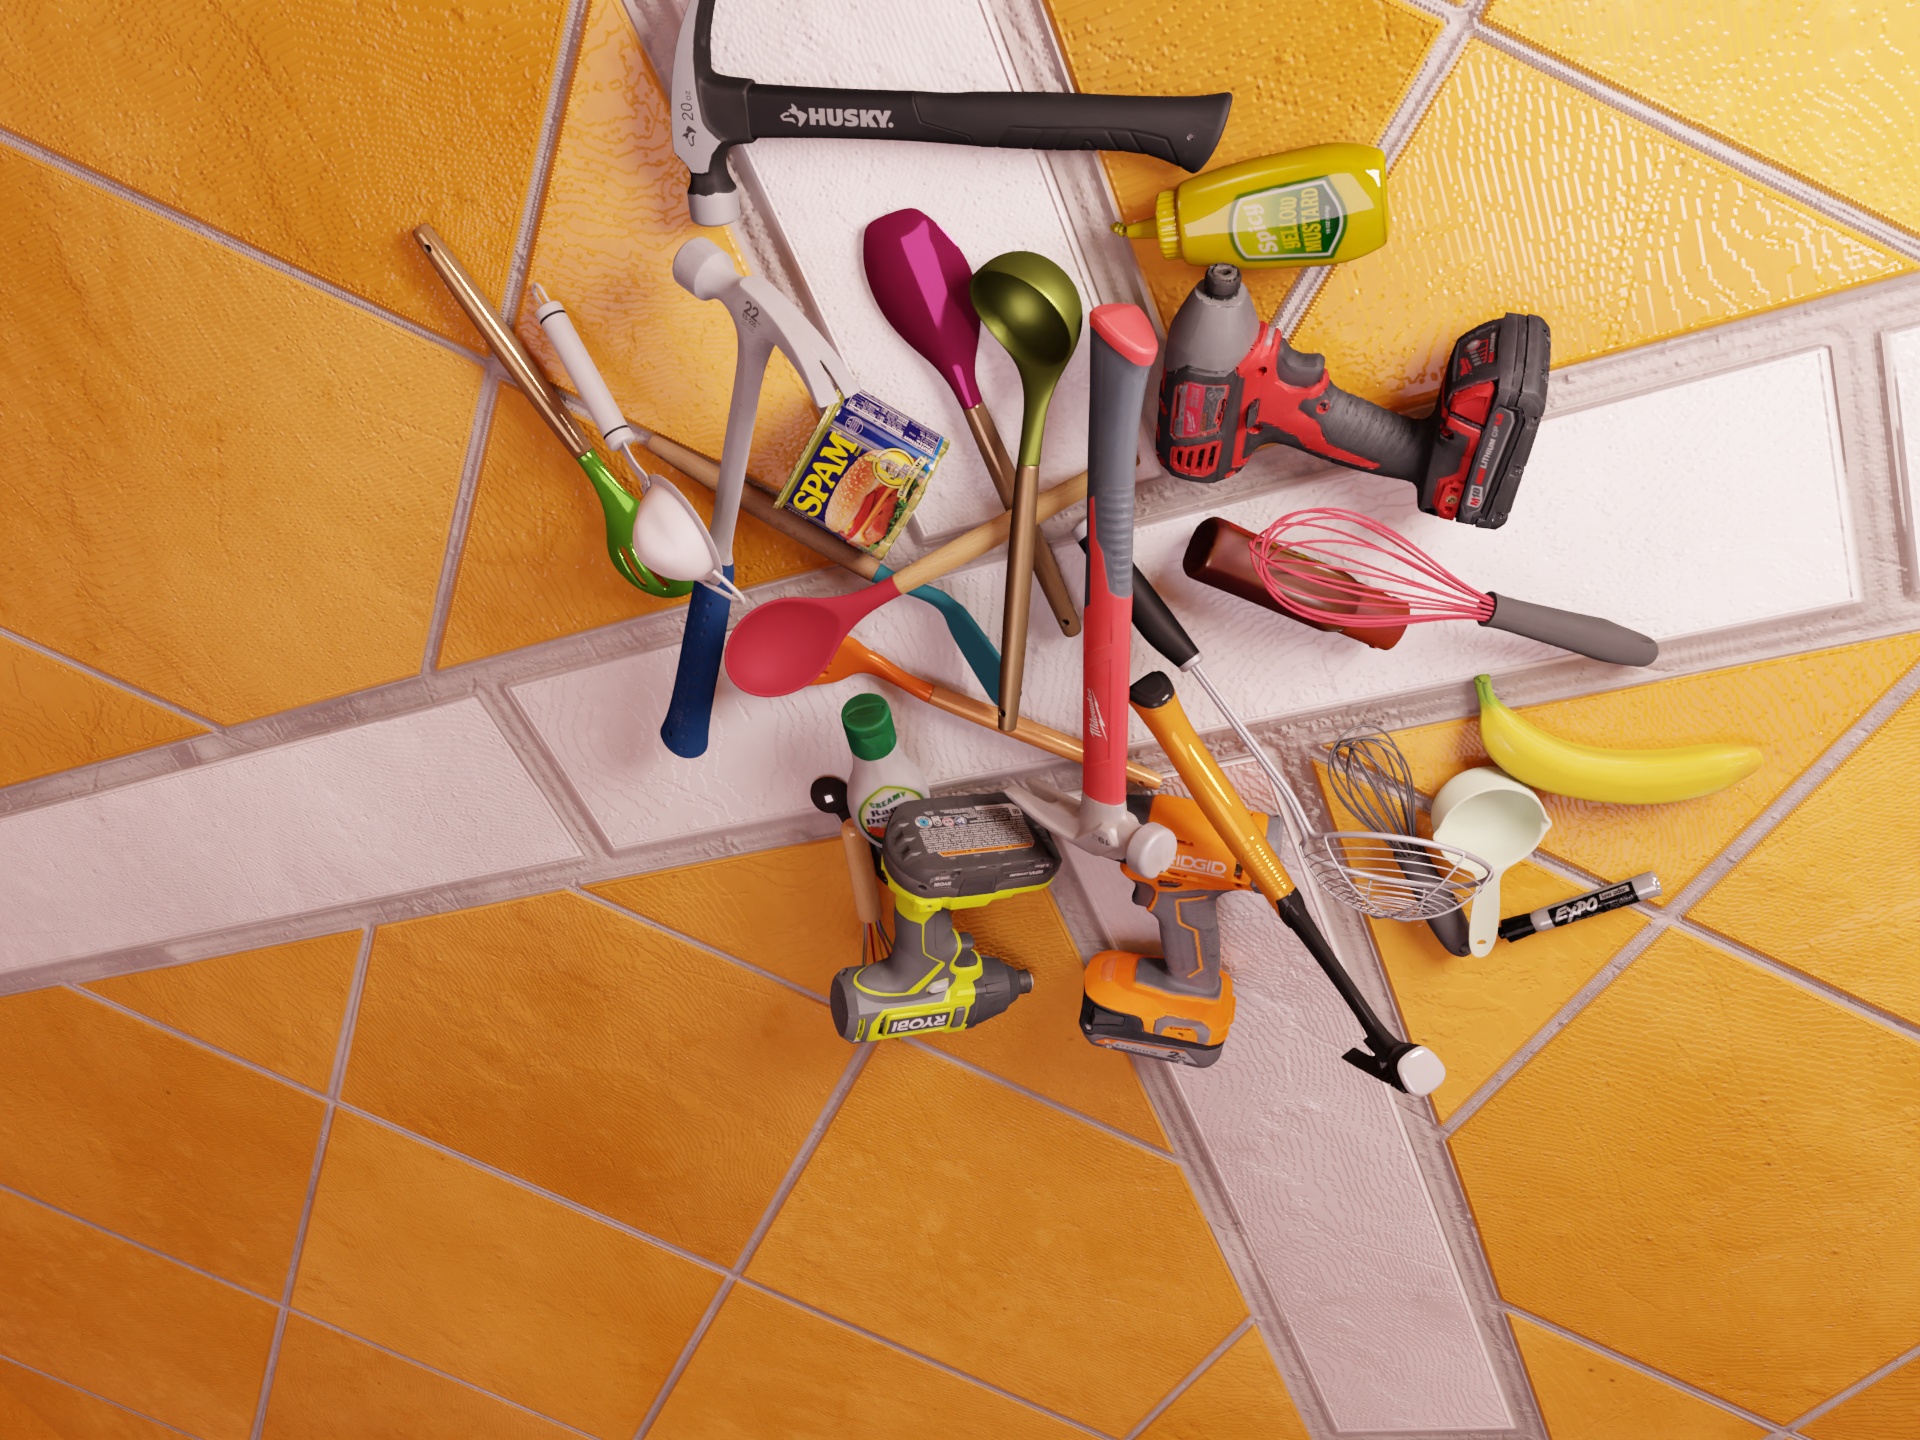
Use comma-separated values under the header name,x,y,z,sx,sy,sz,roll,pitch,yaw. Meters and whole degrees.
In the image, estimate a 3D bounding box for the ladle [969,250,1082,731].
name,x,y,z,sx,sy,sz,roll,pitch,yaw
ladle,0.034,-0.138,1.026,0.078,0.062,0.320,23,119,38

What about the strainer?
name,x,y,z,sx,sy,sz,roll,pitch,yaw
strainer,-0.228,-0.181,1.070,0.258,0.050,0.087,61,156,3

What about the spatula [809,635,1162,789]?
name,x,y,z,sx,sy,sz,roll,pitch,yaw
spatula,-0.002,-0.004,1.189,0.322,0.041,0.081,21,143,-2

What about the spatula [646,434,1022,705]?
name,x,y,z,sx,sy,sz,roll,pitch,yaw
spatula,-0.088,-0.110,1.131,0.317,0.044,0.082,30,168,-4

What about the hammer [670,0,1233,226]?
name,x,y,z,sx,sy,sz,roll,pitch,yaw
hammer,-0.010,-0.359,0.932,0.335,0.035,0.146,6,128,11

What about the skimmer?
name,x,y,z,sx,sy,sz,roll,pitch,yaw
skimmer,0.215,-0.007,1.084,0.363,0.090,0.127,53,162,3

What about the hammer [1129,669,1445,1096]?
name,x,y,z,sx,sy,sz,roll,pitch,yaw
hammer,0.218,0.111,1.119,0.034,0.127,0.337,-34,92,-6

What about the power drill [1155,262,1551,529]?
name,x,y,z,sx,sy,sz,roll,pitch,yaw
power drill,0.229,-0.197,0.951,0.220,0.079,0.143,11,141,11

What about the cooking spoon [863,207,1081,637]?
name,x,y,z,sx,sy,sz,roll,pitch,yaw
cooking spoon,0.018,-0.188,1.061,0.069,0.017,0.318,-13,121,24

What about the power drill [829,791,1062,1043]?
name,x,y,z,sx,sy,sz,roll,pitch,yaw
power drill,-0.004,0.165,1.272,0.171,0.080,0.223,-4,133,-22

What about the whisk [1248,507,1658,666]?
name,x,y,z,sx,sy,sz,roll,pitch,yaw
whisk,0.317,-0.076,1.010,0.295,0.073,0.073,13,130,-14

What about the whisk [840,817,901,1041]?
name,x,y,z,sx,sy,sz,roll,pitch,yaw
whisk,-0.070,0.181,1.337,0.051,0.047,0.244,-2,126,7

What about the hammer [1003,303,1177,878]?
name,x,y,z,sx,sy,sz,roll,pitch,yaw
hammer,0.087,-0.084,1.058,0.143,0.038,0.386,27,130,41

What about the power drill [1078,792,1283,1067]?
name,x,y,z,sx,sy,sz,roll,pitch,yaw
power drill,0.152,0.155,1.243,0.164,0.084,0.226,11,123,8

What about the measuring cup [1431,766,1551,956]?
name,x,y,z,sx,sy,sz,roll,pitch,yaw
measuring cup,0.380,0.103,1.161,0.083,0.038,0.167,-7,127,4

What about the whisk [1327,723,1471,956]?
name,x,y,z,sx,sy,sz,roll,pitch,yaw
whisk,0.332,0.094,1.171,0.055,0.055,0.238,-19,124,26

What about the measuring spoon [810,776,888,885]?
name,x,y,z,sx,sy,sz,roll,pitch,yaw
measuring spoon,-0.084,0.097,1.300,0.034,0.018,0.124,-19,119,26

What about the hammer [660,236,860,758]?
name,x,y,z,sx,sy,sz,roll,pitch,yaw
hammer,-0.163,-0.119,1.099,0.144,0.035,0.405,40,138,21

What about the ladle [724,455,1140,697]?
name,x,y,z,sx,sy,sz,roll,pitch,yaw
ladle,-0.021,-0.105,1.079,0.315,0.031,0.069,-27,119,11

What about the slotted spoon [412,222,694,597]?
name,x,y,z,sx,sy,sz,roll,pitch,yaw
slotted spoon,-0.284,-0.209,1.124,0.070,0.031,0.313,-22,116,24
